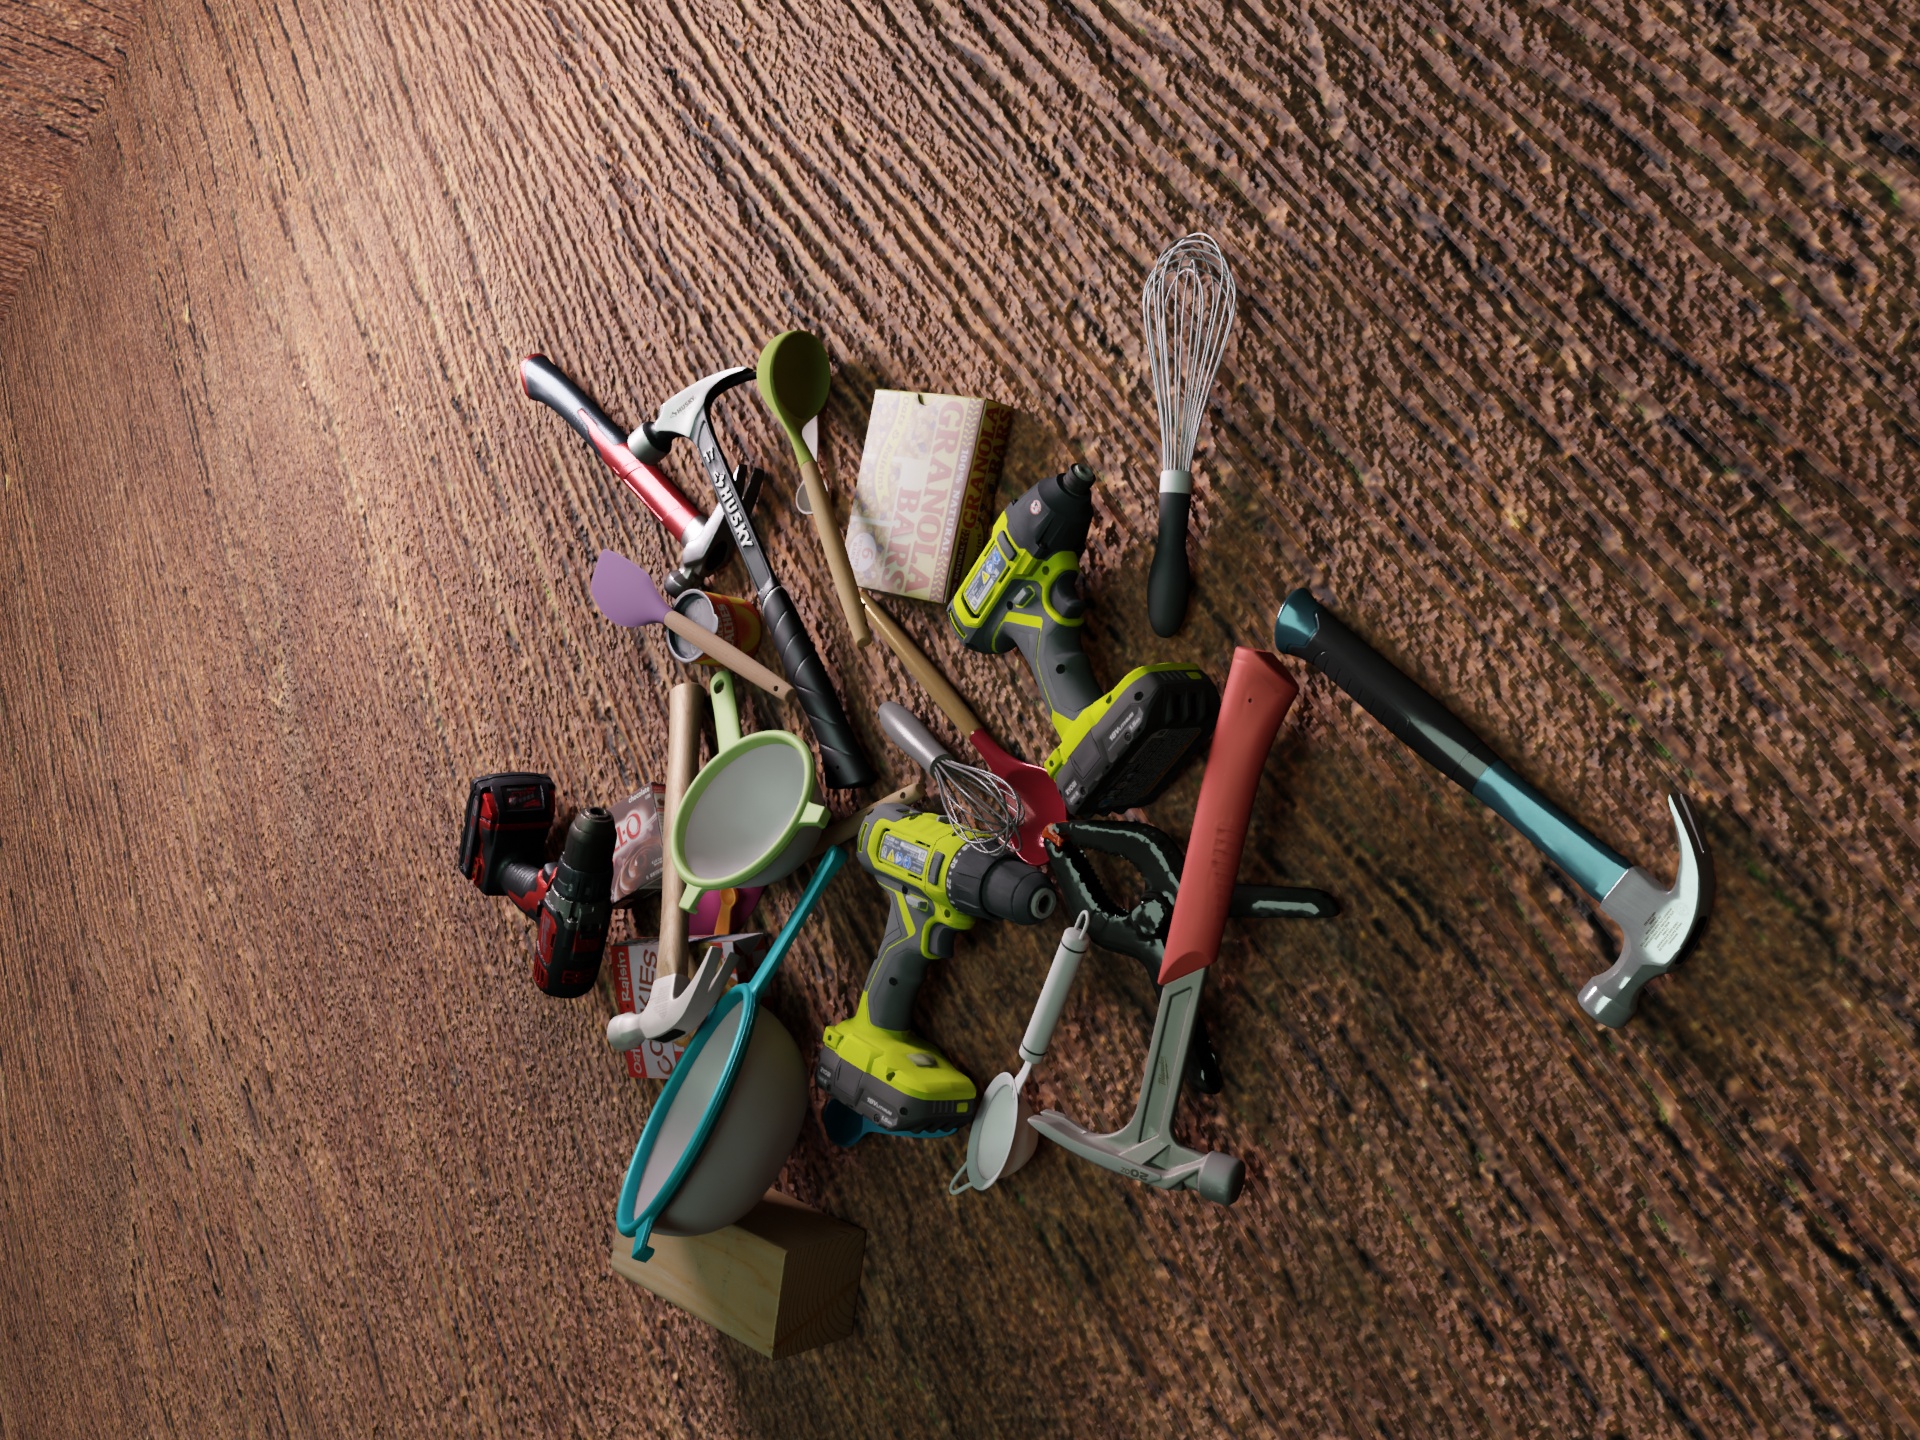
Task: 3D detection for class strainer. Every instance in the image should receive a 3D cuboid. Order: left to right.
[{"bbox_3d":[-0.177,0.054,1.370,0.151,0.069,0.257,-34,40,13],"label":"strainer"},{"bbox_3d":[-0.150,0.267,1.262,0.340,0.095,0.211,-60,13,-5],"label":"strainer"},{"bbox_3d":[0.052,0.245,1.144,0.087,0.050,0.258,-105,30,-63],"label":"strainer"}]

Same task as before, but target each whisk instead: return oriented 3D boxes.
[{"bbox_3d":[-0.012,0.037,1.217,0.239,0.055,0.055,43,114,56],"label":"whisk"},{"bbox_3d":[0.156,-0.200,1.124,0.070,0.070,0.284,6,94,41],"label":"whisk"}]

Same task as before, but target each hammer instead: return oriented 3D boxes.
[{"bbox_3d":[-0.327,-0.275,1.558,0.387,0.038,0.143,45,112,35],"label":"hammer"},{"bbox_3d":[-0.246,0.116,1.395,0.130,0.031,0.332,-22,57,34],"label":"hammer"},{"bbox_3d":[-0.164,-0.121,1.374,0.149,0.036,0.409,-34,71,27],"label":"hammer"},{"bbox_3d":[0.149,0.127,1.047,0.149,0.036,0.359,15,98,28],"label":"hammer"},{"bbox_3d":[0.312,0.027,0.975,0.331,0.033,0.128,47,115,34],"label":"hammer"}]

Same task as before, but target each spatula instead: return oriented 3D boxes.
[{"bbox_3d":[-0.241,-0.078,1.395,0.316,0.018,0.059,30,105,41],"label":"spatula"}]

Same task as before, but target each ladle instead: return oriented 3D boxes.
[{"bbox_3d":[-0.109,-0.196,1.309,0.062,0.078,0.320,-31,57,19],"label":"ladle"},{"bbox_3d":[-0.002,-0.004,1.254,0.316,0.031,0.069,51,121,35],"label":"ladle"}]

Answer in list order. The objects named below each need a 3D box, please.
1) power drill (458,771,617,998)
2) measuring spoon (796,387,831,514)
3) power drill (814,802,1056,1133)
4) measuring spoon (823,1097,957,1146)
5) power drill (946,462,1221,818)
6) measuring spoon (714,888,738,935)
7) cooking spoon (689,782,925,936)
[{"bbox_3d":[-0.392,0.129,1.505,0.227,0.080,0.187,39,121,44],"label":"power drill"},{"bbox_3d":[-0.128,-0.236,1.401,0.034,0.018,0.124,-15,68,28],"label":"measuring spoon"},{"bbox_3d":[-0.020,0.189,1.206,0.191,0.080,0.228,18,95,47],"label":"power drill"},{"bbox_3d":[-0.052,0.321,1.270,0.128,0.021,0.042,-6,78,31],"label":"measuring spoon"},{"bbox_3d":[0.085,-0.058,1.136,0.171,0.080,0.223,-55,52,40],"label":"power drill"},{"bbox_3d":[-0.209,0.198,1.410,0.021,0.011,0.117,23,113,33],"label":"measuring spoon"},{"bbox_3d":[-0.144,0.117,1.367,0.319,0.017,0.069,-29,67,36],"label":"cooking spoon"}]
